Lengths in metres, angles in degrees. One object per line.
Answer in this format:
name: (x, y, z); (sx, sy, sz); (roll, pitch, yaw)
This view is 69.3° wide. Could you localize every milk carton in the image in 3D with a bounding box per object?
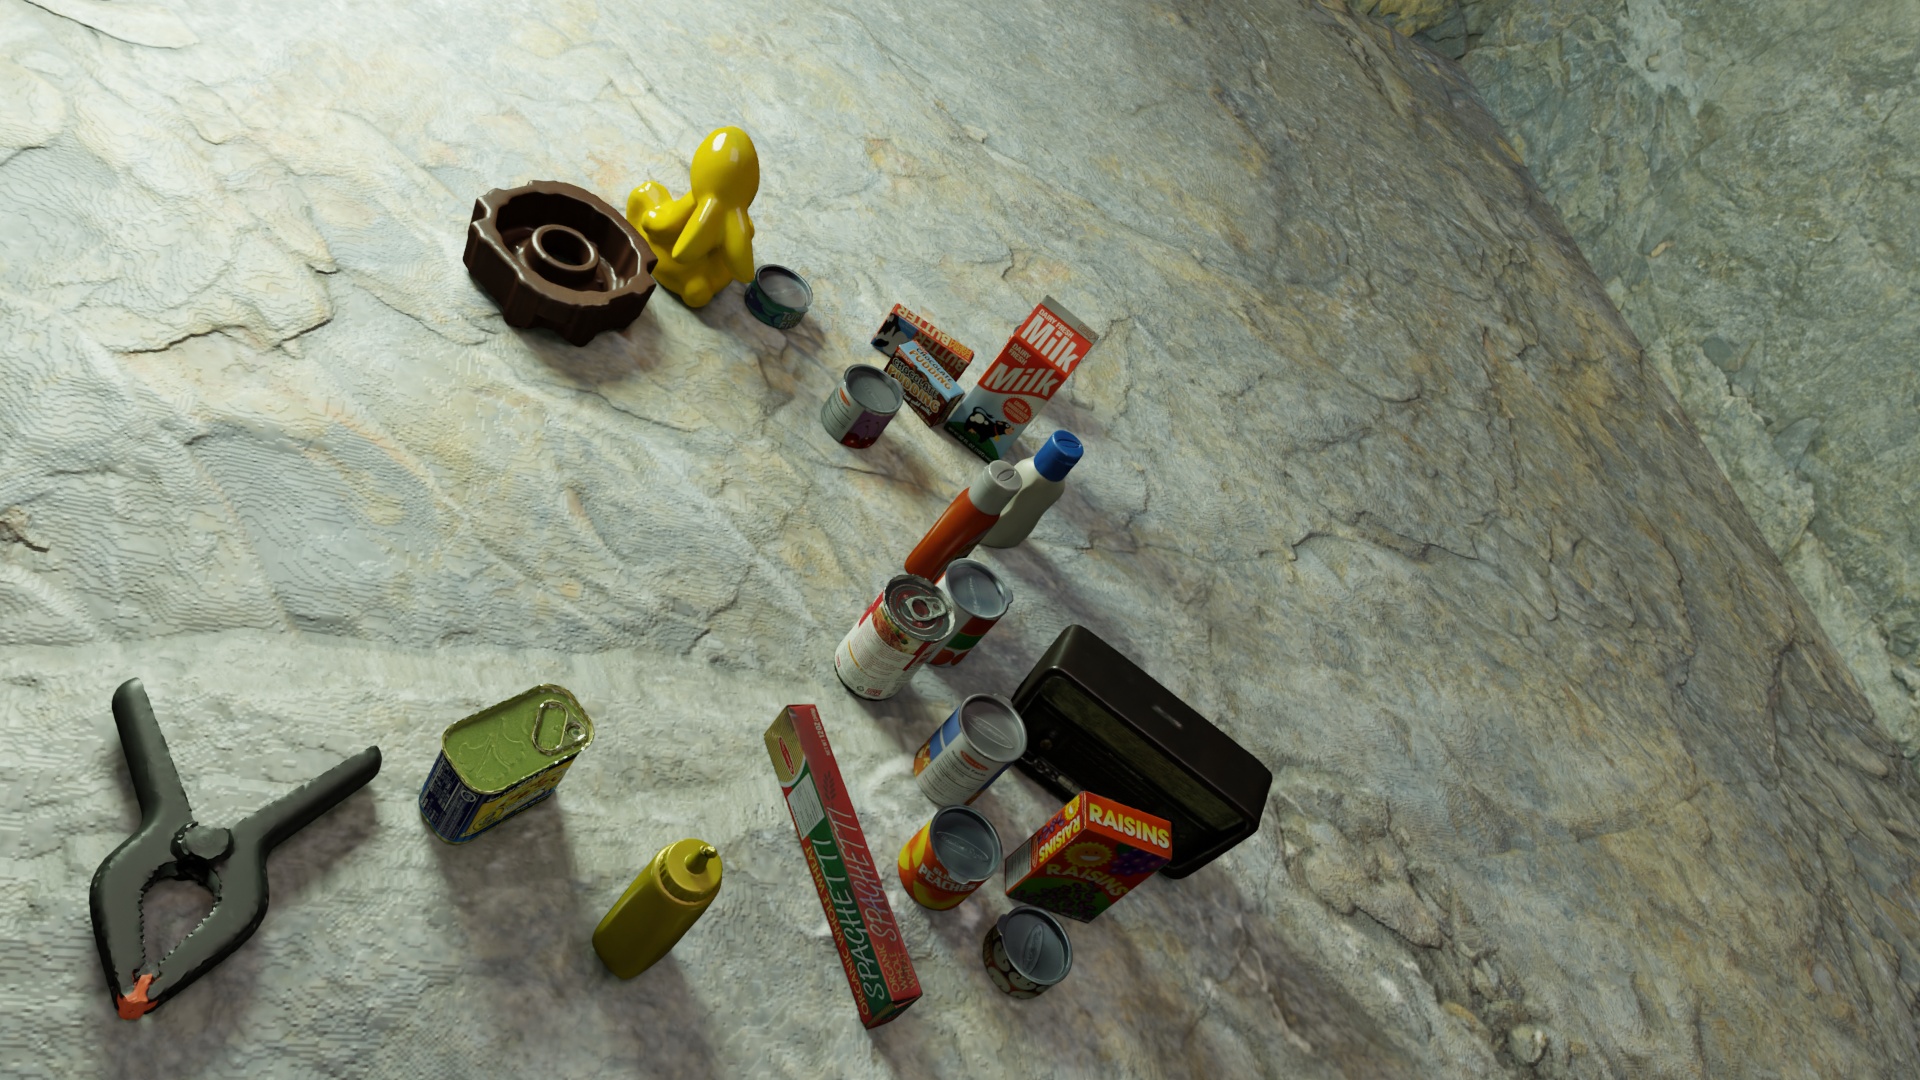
milk carton: (0.068, -0.173, 1.461); (0.072, 0.189, 0.074); (38, 40, -2)

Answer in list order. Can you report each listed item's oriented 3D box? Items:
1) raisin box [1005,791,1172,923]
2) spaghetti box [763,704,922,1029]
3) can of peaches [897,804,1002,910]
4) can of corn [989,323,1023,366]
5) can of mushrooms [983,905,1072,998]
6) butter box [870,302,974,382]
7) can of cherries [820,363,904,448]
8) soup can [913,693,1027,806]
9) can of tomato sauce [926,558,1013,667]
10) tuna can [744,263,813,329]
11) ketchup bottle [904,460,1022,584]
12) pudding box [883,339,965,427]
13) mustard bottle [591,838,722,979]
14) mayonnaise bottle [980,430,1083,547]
raisin box: (0.104, 0.261, 1.141); (0.086, 0.122, 0.040); (24, 43, -18)
spaghetti box: (-0.093, 0.244, 1.064); (0.029, 0.050, 0.251); (-1, 54, -38)
can of peaches: (-0.010, 0.256, 1.111); (0.071, 0.057, 0.071); (21, 43, -21)
can of corn: (0.077, -0.204, 1.599); (0.071, 0.058, 0.071); (21, 43, -21)
can of mushrooms: (0.052, 0.328, 1.109); (0.071, 0.033, 0.071); (21, 43, -21)
butter box: (-0.041, -0.210, 1.521); (0.103, 0.053, 0.024); (32, 41, -9)
can of cherries: (-0.098, -0.135, 1.404); (0.071, 0.058, 0.072); (21, 43, -21)
soup can: (0.009, 0.177, 1.177); (0.071, 0.083, 0.072); (21, 43, -21)
can of tomato sauce: (-0.003, 0.067, 1.270); (0.071, 0.082, 0.071); (21, 43, -21)
tuna can: (-0.190, -0.255, 1.466); (0.071, 0.032, 0.071); (21, 43, -21)
ketchup bottle: (0.005, -0.016, 1.302); (0.043, 0.148, 0.065); (48, 41, 10)
pudding box: (-0.040, -0.168, 1.485); (0.084, 0.049, 0.030); (48, 41, 10)
mustard bottle: (-0.192, 0.234, 0.915); (0.049, 0.159, 0.065); (45, 40, 6)
mayonnaise bottle: (0.069, -0.050, 1.382); (0.065, 0.147, 0.041); (5, 51, -34)
